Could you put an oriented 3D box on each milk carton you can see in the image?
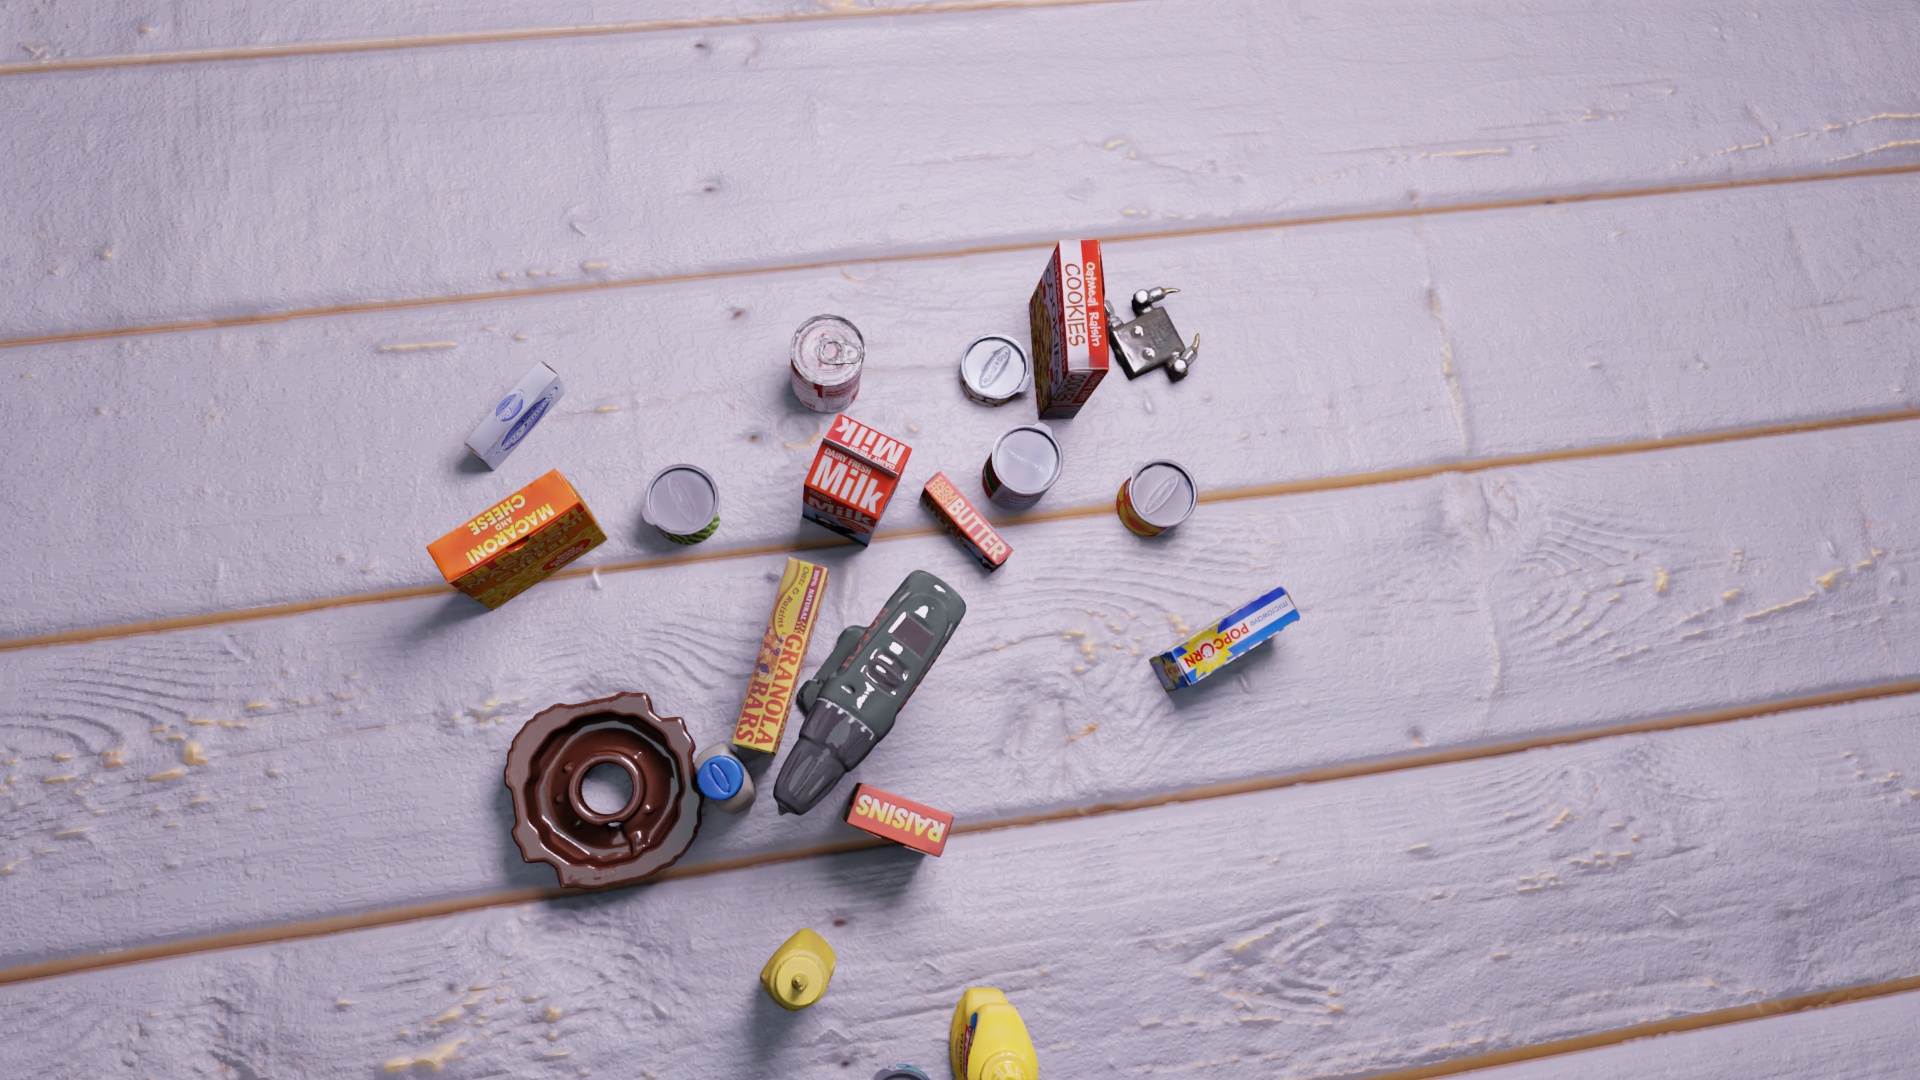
[{"bbox_3d":[-0.093,-0.055,1.236,0.072,0.190,0.073,25,78,-2],"label":"milk carton"}]

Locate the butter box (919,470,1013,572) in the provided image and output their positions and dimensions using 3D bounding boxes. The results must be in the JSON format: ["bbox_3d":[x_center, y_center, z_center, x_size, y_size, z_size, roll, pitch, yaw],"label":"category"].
[{"bbox_3d":[0.005,-0.016,1.310,0.024,0.053,0.103,-42,87,-12],"label":"butter box"}]

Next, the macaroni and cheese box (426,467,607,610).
[{"bbox_3d":[-0.378,0.002,1.203,0.124,0.166,0.040,-34,85,-11],"label":"macaroni and cheese box"}]

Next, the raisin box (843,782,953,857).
[{"bbox_3d":[-0.057,0.244,1.218,0.086,0.123,0.040,21,78,-3],"label":"raisin box"}]

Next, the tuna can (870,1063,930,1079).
[{"bbox_3d":[-0.054,0.493,1.218,0.071,0.032,0.071,1,79,-7],"label":"tuna can"}]

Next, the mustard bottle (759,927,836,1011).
[{"bbox_3d":[-0.136,0.365,1.167,0.049,0.160,0.065,43,78,2],"label":"mustard bottle"}]

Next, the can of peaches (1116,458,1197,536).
[{"bbox_3d":[0.186,-0.042,1.334,0.071,0.058,0.071,1,80,-6],"label":"can of peaches"}]

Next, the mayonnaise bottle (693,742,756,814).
[{"bbox_3d":[-0.204,0.204,1.195,0.041,0.148,0.065,-32,85,-11],"label":"mayonnaise bottle"}]

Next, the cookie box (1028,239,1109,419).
[{"bbox_3d":[0.100,-0.193,1.297,0.040,0.167,0.123,-3,80,-7],"label":"cookie box"}]

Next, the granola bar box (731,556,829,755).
[{"bbox_3d":[-0.158,0.107,1.231,0.039,0.124,0.166,16,78,-4],"label":"granola bar box"}]

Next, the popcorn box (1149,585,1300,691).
[{"bbox_3d":[0.247,0.093,1.302,0.127,0.085,0.038,-29,84,-11],"label":"popcorn box"}]

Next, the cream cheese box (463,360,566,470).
[{"bbox_3d":[-0.409,-0.115,1.280,0.024,0.053,0.104,38,78,1],"label":"cream cheese box"}]

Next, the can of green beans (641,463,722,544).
[{"bbox_3d":[-0.254,-0.033,1.280,0.071,0.057,0.071,1,80,-6],"label":"can of green beans"}]

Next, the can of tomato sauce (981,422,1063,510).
[{"bbox_3d":[0.058,-0.070,1.311,0.071,0.083,0.071,1,80,-6],"label":"can of tomato sauce"}]

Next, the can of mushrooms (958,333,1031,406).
[{"bbox_3d":[0.034,-0.164,1.352,0.071,0.033,0.071,1,79,-7],"label":"can of mushrooms"}]
